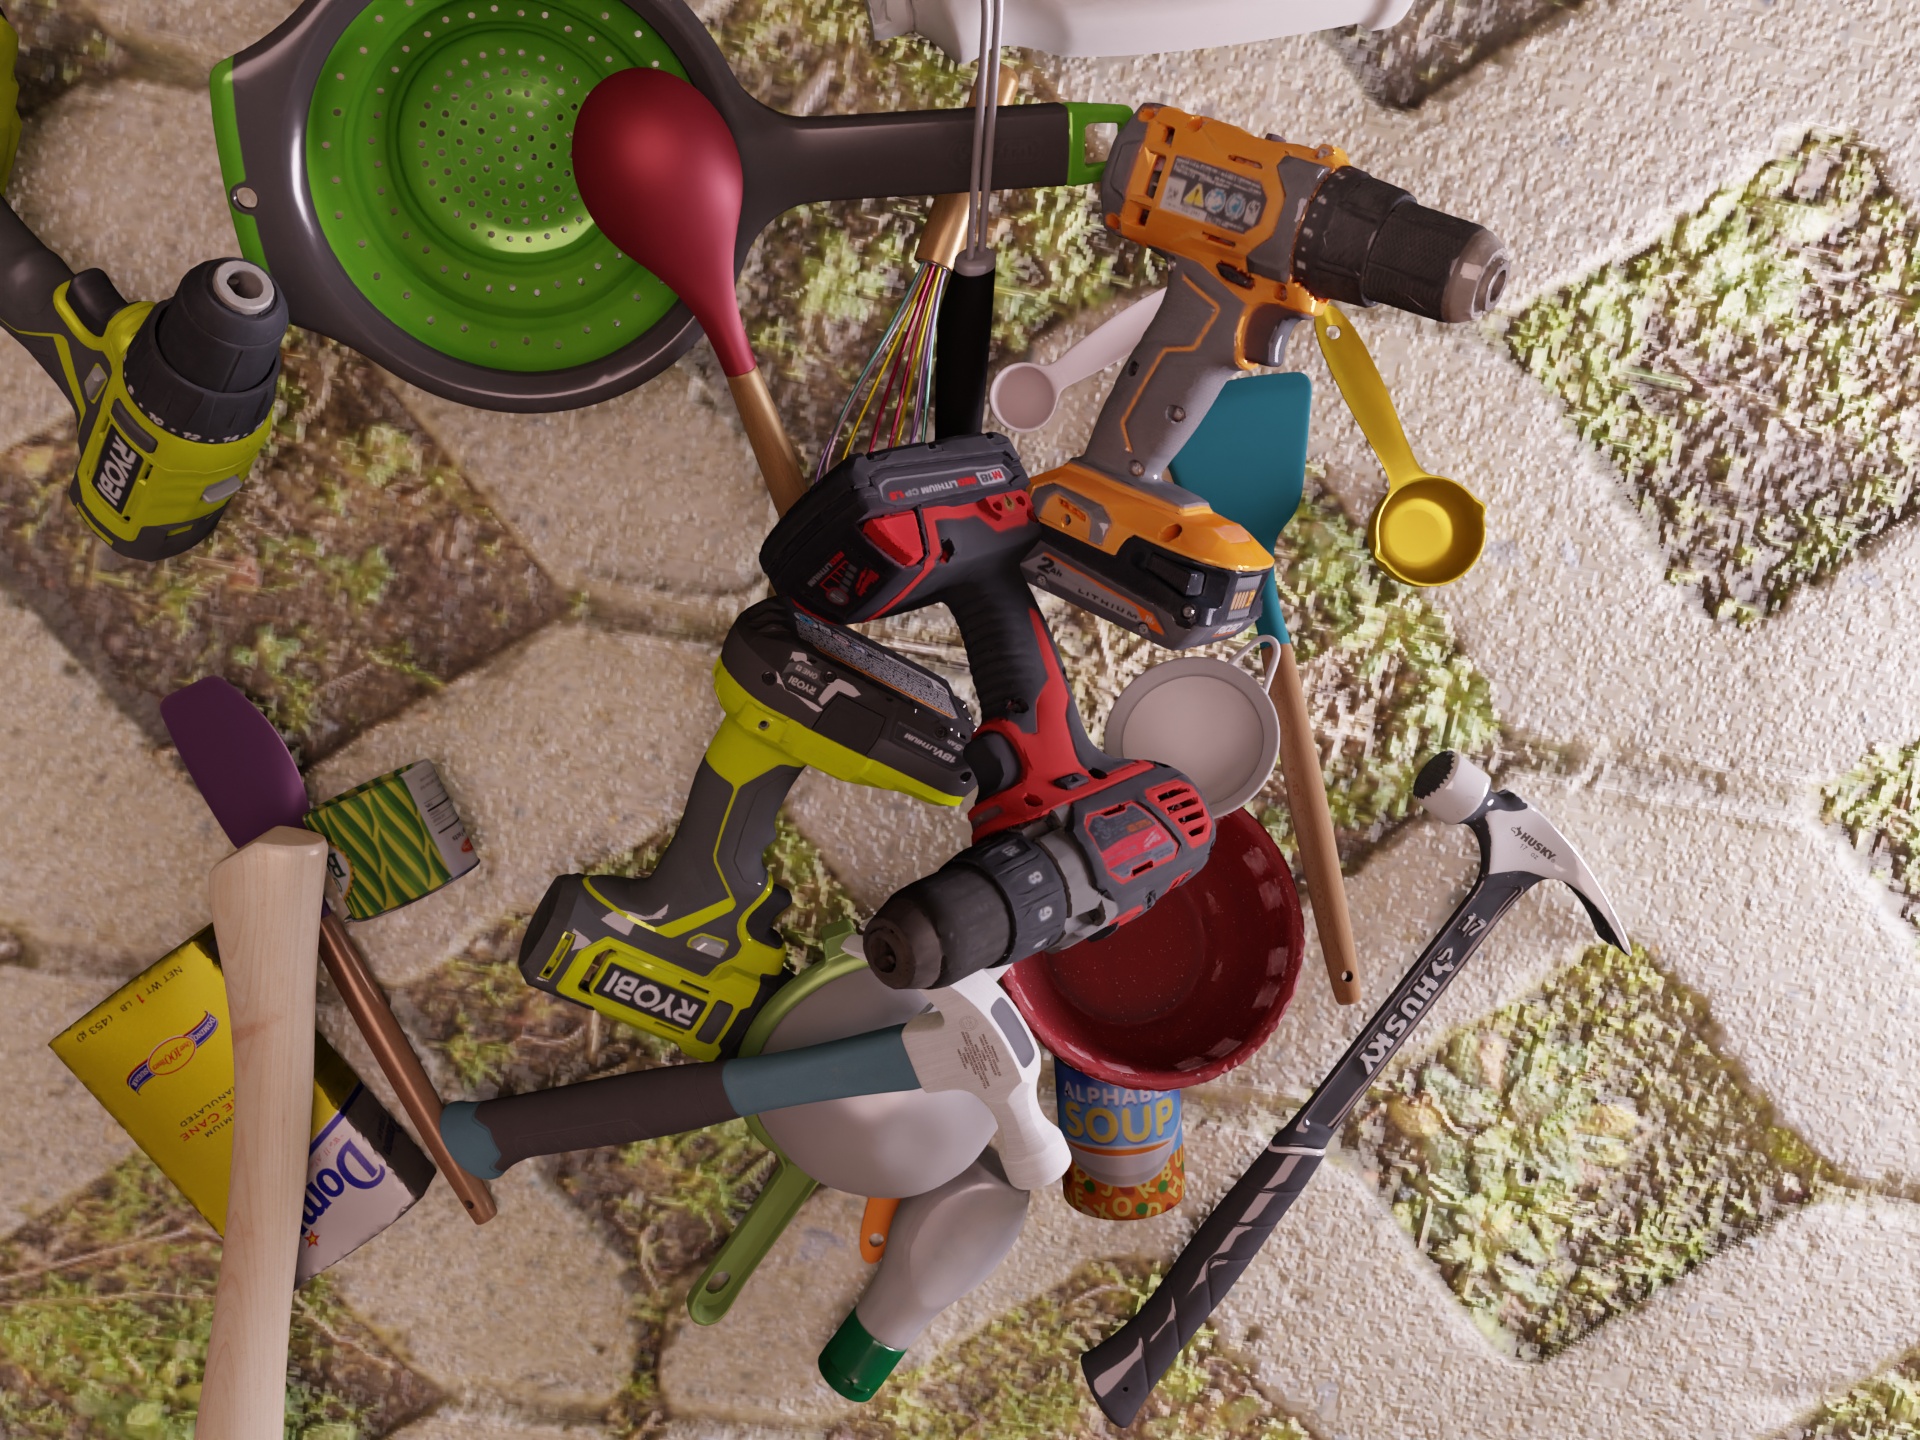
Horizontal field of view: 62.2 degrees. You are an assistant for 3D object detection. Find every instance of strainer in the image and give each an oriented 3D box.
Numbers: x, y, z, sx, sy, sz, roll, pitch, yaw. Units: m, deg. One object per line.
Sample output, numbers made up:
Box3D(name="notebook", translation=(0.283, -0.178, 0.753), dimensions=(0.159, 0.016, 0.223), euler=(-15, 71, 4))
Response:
Box3D(name="strainer", translation=(-0.062, 0.228, 0.801), dimensions=(0.151, 0.069, 0.256), euler=(27, 106, -30))
Box3D(name="strainer", translation=(0.068, 0.059, 0.774), dimensions=(0.258, 0.050, 0.087), euler=(-45, 63, -11))

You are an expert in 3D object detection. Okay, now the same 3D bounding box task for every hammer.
Box3D(name="hammer", translation=(-0.333, 0.254, 0.780), dimensions=(0.146, 0.038, 0.410), euler=(8, 102, -7))
Box3D(name="hammer", translation=(-0.116, 0.177, 0.753), dimensions=(0.331, 0.033, 0.128), euler=(-16, 100, 26))
Box3D(name="hammer", translation=(0.200, 0.220, 0.869), dimensions=(0.149, 0.036, 0.409), euler=(35, 95, -11))

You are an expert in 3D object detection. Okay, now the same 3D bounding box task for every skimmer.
Box3D(name="skimmer", translation=(0.033, -0.239, 0.668), dimensions=(0.090, 0.127, 0.363), euler=(31, 138, 25))

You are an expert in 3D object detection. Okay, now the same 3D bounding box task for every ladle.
Box3D(name="ladle", translation=(-0.093, -0.138, 0.734), dimensions=(0.069, 0.031, 0.315), euler=(-20, 123, 0))

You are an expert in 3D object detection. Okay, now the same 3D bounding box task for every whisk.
Box3D(name="whisk", translation=(-0.017, -0.200, 0.777), dimensions=(0.051, 0.047, 0.245), euler=(19, 94, -5))

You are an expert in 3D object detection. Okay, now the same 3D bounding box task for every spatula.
Box3D(name="spatula", translation=(0.165, -0.013, 0.803), dimensions=(0.082, 0.044, 0.317), euler=(-11, 85, -2))
Box3D(name="spatula", translation=(-0.314, 0.123, 0.812), dimensions=(0.060, 0.018, 0.316), euler=(-20, 101, 18))

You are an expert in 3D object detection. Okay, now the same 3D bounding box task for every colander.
Box3D(name="colander", translation=(-0.120, -0.260, 0.729), dimensions=(0.397, 0.095, 0.204), euler=(-8, 120, -12))

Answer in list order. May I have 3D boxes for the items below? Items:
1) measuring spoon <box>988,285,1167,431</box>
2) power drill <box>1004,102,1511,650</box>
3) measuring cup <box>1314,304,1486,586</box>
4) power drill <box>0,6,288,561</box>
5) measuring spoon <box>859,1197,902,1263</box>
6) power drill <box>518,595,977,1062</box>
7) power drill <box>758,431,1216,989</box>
Box3D(name="measuring spoon", translation=(0.067, -0.186, 0.804), dimensions=(0.124, 0.018, 0.034), euler=(-33, 100, -6))
Box3D(name="power drill", translation=(0.128, -0.147, 0.724), dimensions=(0.185, 0.084, 0.226), euler=(28, 113, 28))
Box3D(name="measuring cup", translation=(0.218, -0.141, 0.822), dimensions=(0.062, 0.029, 0.156), euler=(-25, 89, -1))
Box3D(name="power drill", translation=(-0.387, -0.198, 0.684), dimensions=(0.228, 0.190, 0.080), euler=(50, 47, -7))
Box3D(name="measuring spoon", translation=(-0.033, 0.242, 0.862), dimensions=(0.021, 0.011, 0.117), euler=(16, 97, -7))
Box3D(name="power drill", translation=(-0.091, 0.067, 0.786), dimensions=(0.171, 0.080, 0.223), euler=(27, 106, -20))
Box3D(name="power drill", translation=(-0.001, -0.002, 0.688), dimensions=(0.188, 0.080, 0.227), euler=(-19, 78, -43))
